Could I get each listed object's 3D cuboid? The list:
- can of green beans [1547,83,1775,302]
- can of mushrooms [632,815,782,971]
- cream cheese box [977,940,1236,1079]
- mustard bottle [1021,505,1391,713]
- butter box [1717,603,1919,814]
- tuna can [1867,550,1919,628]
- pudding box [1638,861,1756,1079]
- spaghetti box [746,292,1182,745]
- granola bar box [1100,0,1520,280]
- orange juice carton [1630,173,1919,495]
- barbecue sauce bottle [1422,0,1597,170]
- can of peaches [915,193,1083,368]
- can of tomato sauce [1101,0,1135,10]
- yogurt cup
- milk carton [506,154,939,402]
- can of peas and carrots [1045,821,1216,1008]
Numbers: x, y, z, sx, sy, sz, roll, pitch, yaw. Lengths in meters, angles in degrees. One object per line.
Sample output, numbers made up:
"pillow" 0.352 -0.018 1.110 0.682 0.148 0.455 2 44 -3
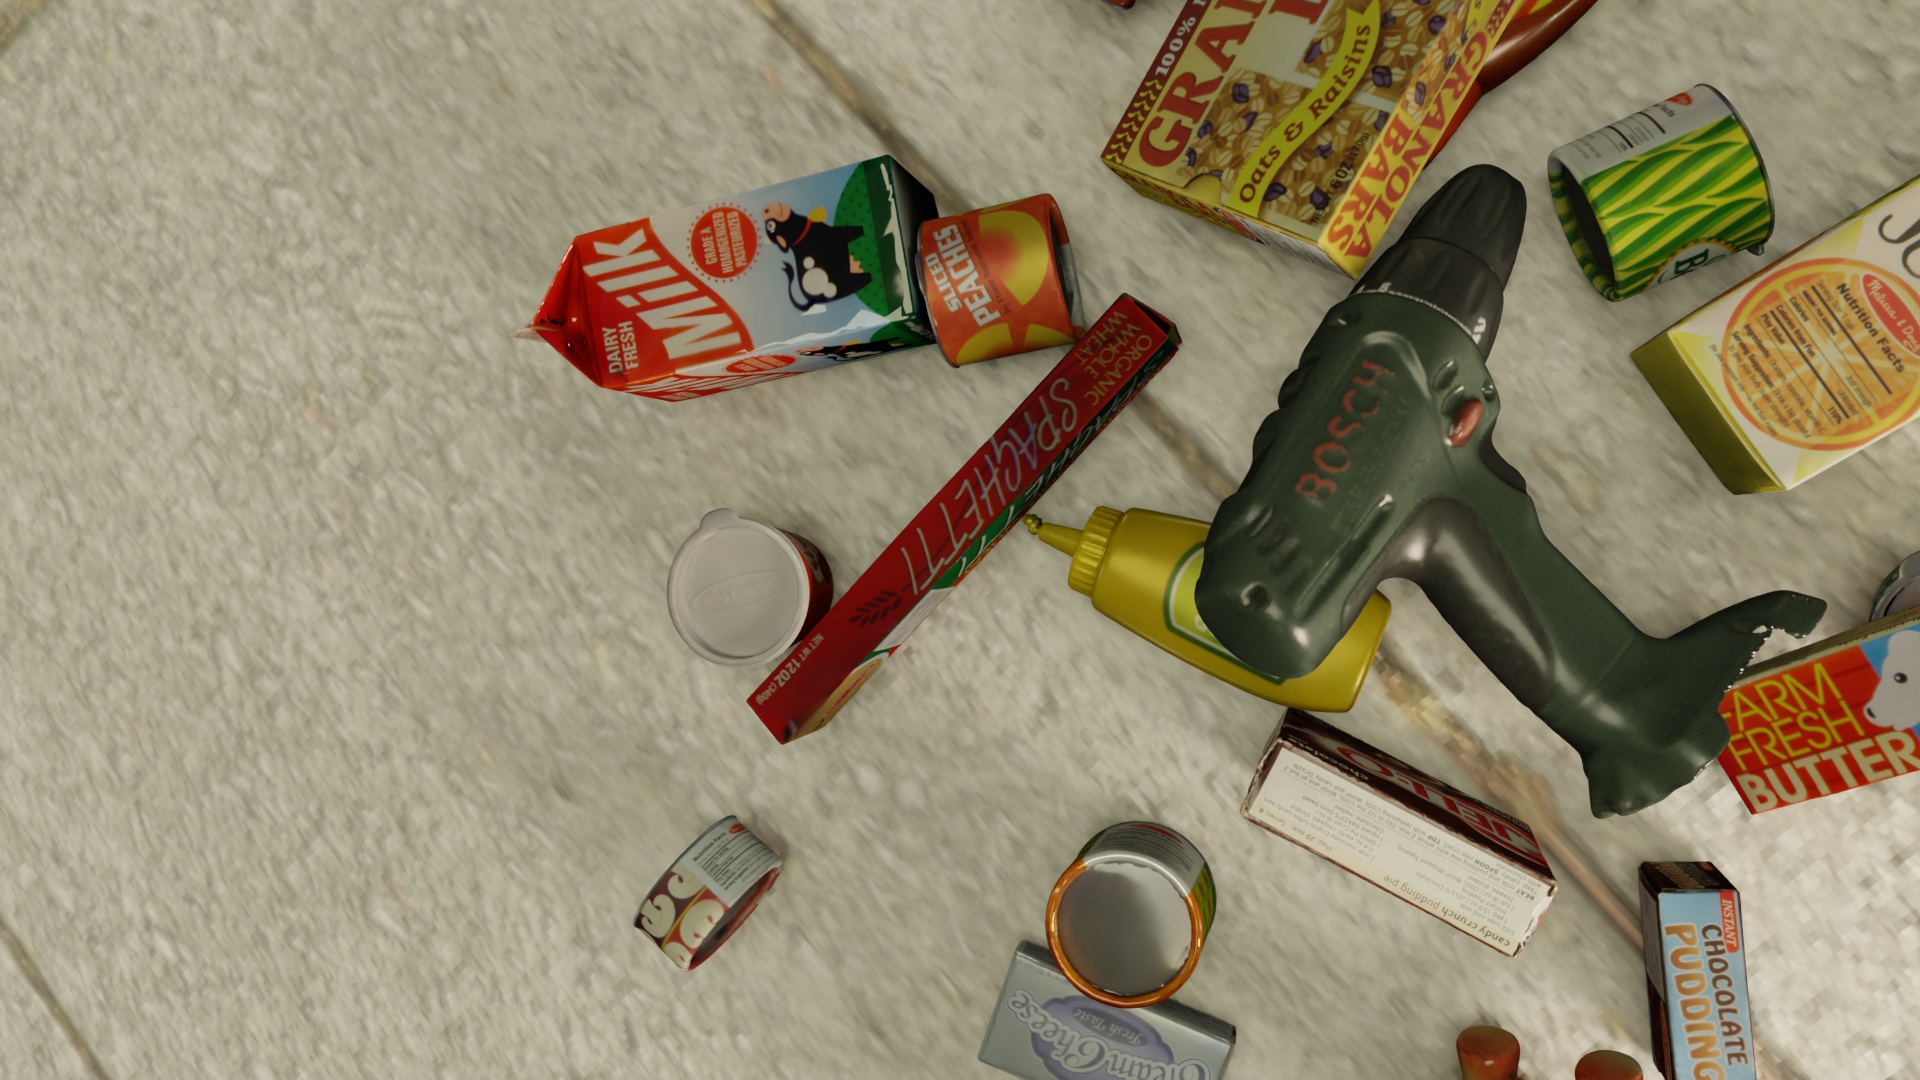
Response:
"can of green beans" 0.269 -0.133 0.539 0.058 0.071 0.071 -23 84 14
"can of mushrooms" -0.116 0.164 0.640 0.033 0.071 0.071 39 99 11
"cream cheese box" 0.064 0.222 0.612 0.104 0.024 0.053 19 95 14
"mustard bottle" 0.098 0.021 0.591 0.160 0.049 0.065 20 90 14
"butter box" 0.333 0.062 0.517 0.103 0.024 0.053 -36 80 45
"tuna can" 0.375 0.032 0.516 0.071 0.033 0.071 9 106 33
"pudding box" 0.286 0.172 0.540 0.030 0.050 0.083 -5 88 17
"spaghetti box" 0.002 -0.008 0.617 0.029 0.050 0.249 45 100 10
"granola bar box" 0.146 -0.203 0.559 0.124 0.039 0.165 36 99 41
"orange juice carton" 0.361 -0.097 0.511 0.192 0.072 0.073 -33 82 13
"barbecue sauce bottle" 0.221 -0.222 0.564 0.065 0.044 0.148 39 99 13
"can of peaches" 0.018 -0.113 0.603 0.058 0.071 0.071 -10 87 14
"can of tomato sauce" 0.080 -0.276 0.577 0.082 0.071 0.071 -36 81 36
"yogurt cup" -0.093 0.023 0.640 0.072 0.054 0.072 0 90 15
"milk carton" -0.105 -0.111 0.635 0.190 0.072 0.073 -11 88 15
"can of peas and carrots" 0.073 0.161 0.592 0.071 0.059 0.071 0 90 15
